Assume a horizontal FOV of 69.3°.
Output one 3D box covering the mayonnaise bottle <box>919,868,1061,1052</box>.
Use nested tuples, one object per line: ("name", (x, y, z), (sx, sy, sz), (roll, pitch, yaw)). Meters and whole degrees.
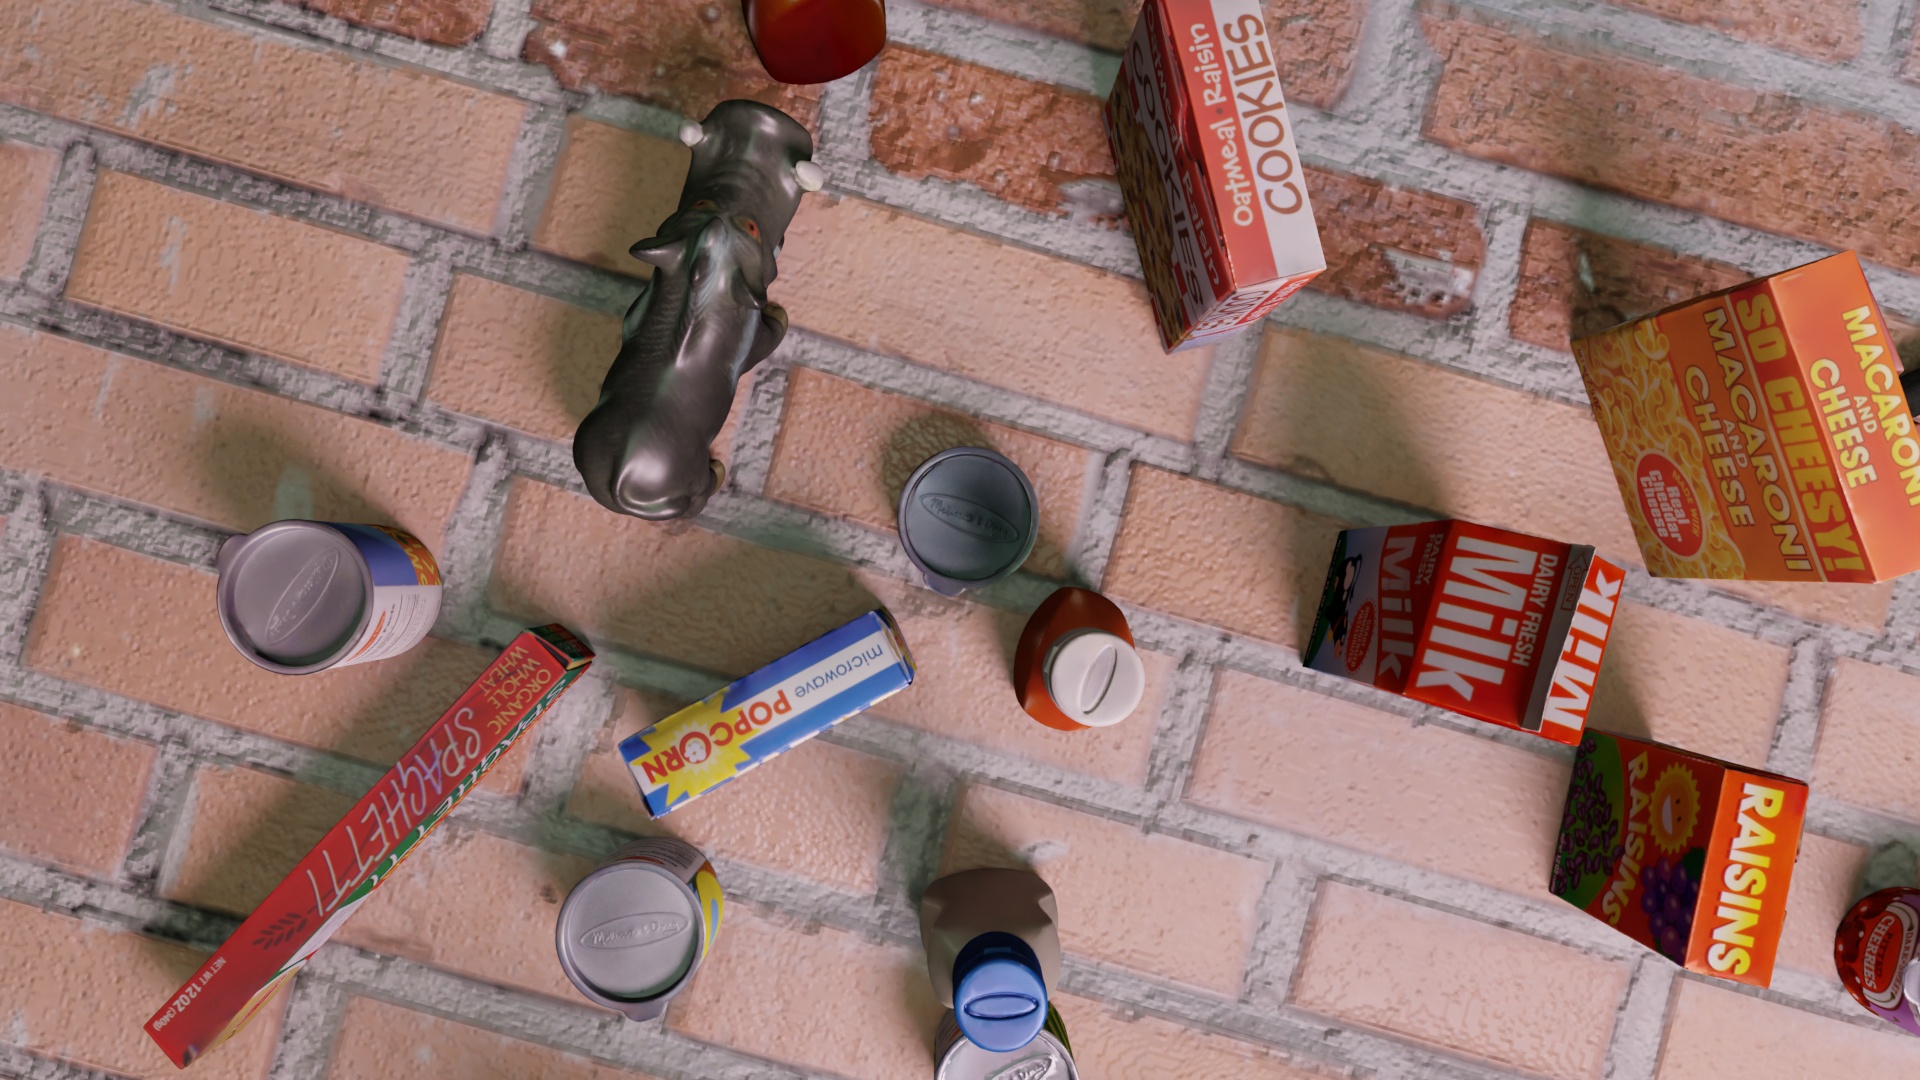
("mayonnaise bottle", (0.014, 0.176, 0.596), (0.065, 0.148, 0.041), (-3, 89, -1))

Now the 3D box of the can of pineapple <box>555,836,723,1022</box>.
("can of pineapple", (-0.146, 0.176, 0.638), (0.071, 0.058, 0.071), (0, 89, -1))

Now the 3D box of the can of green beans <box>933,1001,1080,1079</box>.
("can of green beans", (0.020, 0.244, 0.640), (0.071, 0.058, 0.071), (0, 89, -1))

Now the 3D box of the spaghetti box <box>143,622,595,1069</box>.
("spaghetti box", (-0.268, 0.136, 0.641), (0.028, 0.050, 0.250), (43, 89, 0))

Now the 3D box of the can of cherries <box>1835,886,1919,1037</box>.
("can of cherries", (0.455, 0.199, 0.647), (0.071, 0.058, 0.071), (0, 89, -1))

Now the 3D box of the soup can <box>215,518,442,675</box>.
("soup can", (-0.283, 0.022, 0.627), (0.071, 0.084, 0.071), (0, 89, -1))

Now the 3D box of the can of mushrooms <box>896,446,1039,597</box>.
("can of mushrooms", (0.002, -0.008, 0.657), (0.071, 0.033, 0.071), (0, 89, -1))

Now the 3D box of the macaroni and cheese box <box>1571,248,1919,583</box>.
("macaroni and cheese box", (0.336, -0.046, 0.596), (0.040, 0.166, 0.123), (-19, 90, -1))

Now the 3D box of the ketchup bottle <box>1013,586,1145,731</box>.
("ketchup bottle", (0.050, 0.053, 0.599), (0.043, 0.149, 0.064), (22, 89, 0))

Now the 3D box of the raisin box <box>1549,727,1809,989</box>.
("raisin box", (0.313, 0.135, 0.614), (0.040, 0.123, 0.086), (13, 89, -1))

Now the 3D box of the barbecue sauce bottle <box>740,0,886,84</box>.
("barbecue sauce bottle", (-0.067, -0.244, 0.603), (0.065, 0.148, 0.043), (-18, 90, -1))

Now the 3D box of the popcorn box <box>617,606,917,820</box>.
("popcorn box", (-0.083, 0.074, 0.628), (0.127, 0.085, 0.038), (-28, 90, -1))

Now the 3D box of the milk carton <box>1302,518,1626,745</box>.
("milk carton", (0.210, 0.036, 0.581), (0.073, 0.190, 0.072), (17, 89, -1))

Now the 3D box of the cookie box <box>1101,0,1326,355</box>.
("cookie box", (0.102, -0.154, 0.594), (0.040, 0.167, 0.123), (-14, 89, -1))
